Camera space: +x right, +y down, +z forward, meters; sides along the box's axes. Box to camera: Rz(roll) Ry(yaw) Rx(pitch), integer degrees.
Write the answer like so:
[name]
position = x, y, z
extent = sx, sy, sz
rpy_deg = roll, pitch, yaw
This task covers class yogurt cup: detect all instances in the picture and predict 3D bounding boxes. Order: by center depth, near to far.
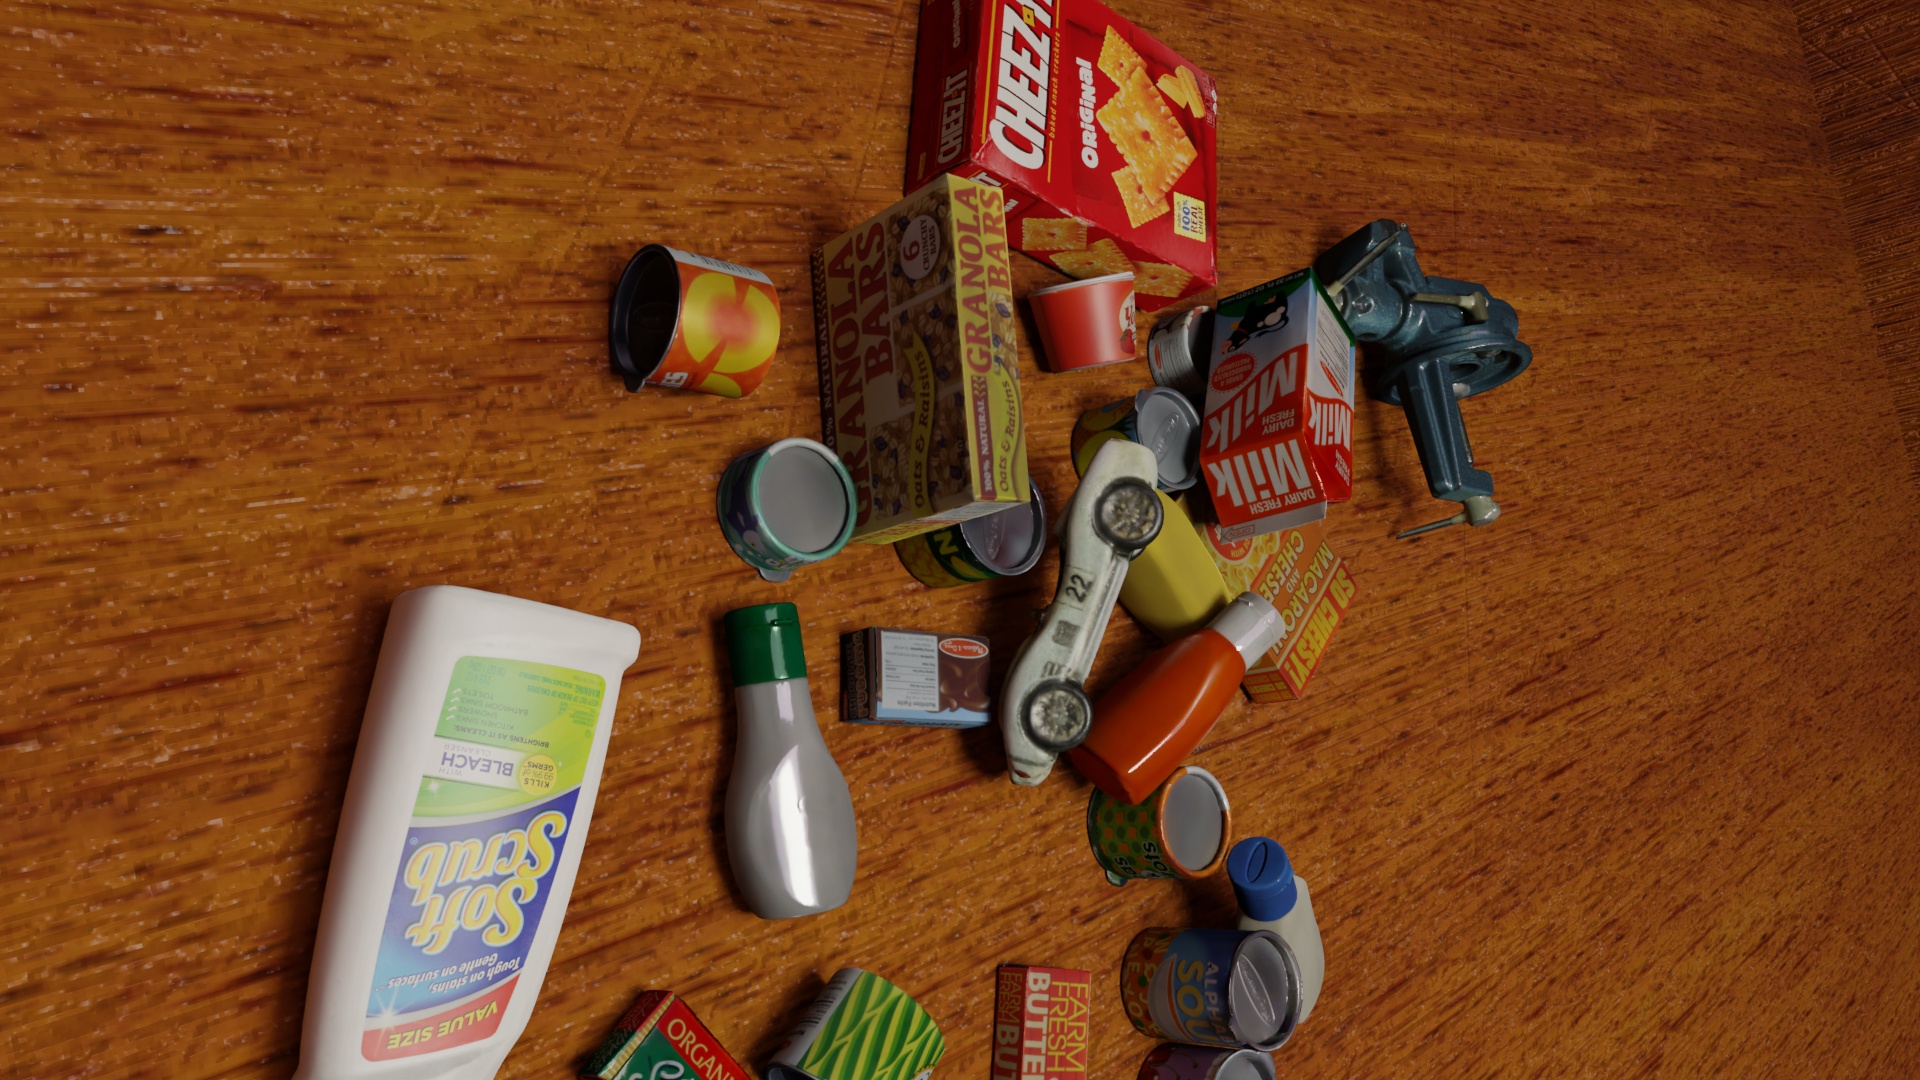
[yogurt cup]
position = 0.079, -0.135, 0.869
extent = 0.072, 0.072, 0.054
rpy_deg = -17, 99, -43

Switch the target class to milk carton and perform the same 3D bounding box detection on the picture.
[milk carton]
position = 0.205, -0.079, 0.895
extent = 0.073, 0.072, 0.191
rpy_deg = 45, 42, -35

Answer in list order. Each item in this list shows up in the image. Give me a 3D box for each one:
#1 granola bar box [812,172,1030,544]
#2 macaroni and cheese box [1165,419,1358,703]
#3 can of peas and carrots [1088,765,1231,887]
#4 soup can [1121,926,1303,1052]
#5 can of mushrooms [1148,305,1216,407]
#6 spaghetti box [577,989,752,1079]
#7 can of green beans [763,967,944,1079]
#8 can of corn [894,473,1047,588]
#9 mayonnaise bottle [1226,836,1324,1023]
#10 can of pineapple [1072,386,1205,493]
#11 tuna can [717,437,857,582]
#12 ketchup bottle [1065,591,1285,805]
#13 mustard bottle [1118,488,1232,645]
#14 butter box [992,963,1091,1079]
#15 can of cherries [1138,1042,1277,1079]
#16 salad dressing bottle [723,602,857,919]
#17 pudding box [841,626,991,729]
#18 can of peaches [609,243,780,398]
[granola bar box]
position = -0.024, -0.088, 0.722
extent = 0.039, 0.124, 0.165
rpy_deg = 3, 78, -39
[macaroni and cheese box]
position = 0.199, 0.010, 0.956
extent = 0.166, 0.040, 0.124
rpy_deg = 55, 50, -17
[can of peas and carrots]
position = 0.119, 0.171, 0.831
extent = 0.071, 0.058, 0.071
rpy_deg = 12, 72, -39
[soup can]
position = 0.145, 0.263, 0.814
extent = 0.071, 0.083, 0.071
rpy_deg = 12, 72, -39
[can of mushrooms]
position = 0.166, -0.128, 0.964
extent = 0.071, 0.033, 0.071
rpy_deg = 12, 71, -39
[spaghetti box]
position = -0.079, 0.309, 0.639
extent = 0.249, 0.028, 0.050
rpy_deg = 55, 50, -17
[can of green beans]
position = -0.049, 0.246, 0.656
extent = 0.071, 0.071, 0.058
rpy_deg = 55, 50, -17
[can of corn]
position = 0.003, -0.010, 0.771
extent = 0.071, 0.058, 0.071
rpy_deg = 11, 72, -40
[mayonnaise bottle]
position = 0.194, 0.237, 0.857
extent = 0.065, 0.041, 0.147
rpy_deg = -61, 144, -35
[can of pineapple]
position = 0.113, -0.061, 0.883
extent = 0.071, 0.057, 0.071
rpy_deg = 12, 72, -40
[tuna can]
position = -0.087, -0.016, 0.709
extent = 0.071, 0.032, 0.071
rpy_deg = 12, 71, -39
[ketchup bottle]
position = 0.132, 0.089, 0.828
extent = 0.149, 0.065, 0.043
rpy_deg = -40, 125, -18
[mustard bottle]
position = 0.136, 0.032, 0.881
extent = 0.160, 0.065, 0.049
rpy_deg = 51, 57, -28
[butter box]
position = 0.044, 0.286, 0.758
extent = 0.053, 0.024, 0.104
rpy_deg = 18, 68, -38
[can of cherries]
position = 0.147, 0.330, 0.817
extent = 0.071, 0.058, 0.071
rpy_deg = 12, 71, -39
[salad dressing bottle]
position = -0.087, 0.105, 0.674
extent = 0.064, 0.044, 0.147
rpy_deg = -2, 80, -40
[pudding box]
position = -0.023, 0.075, 0.747
extent = 0.084, 0.030, 0.050
rpy_deg = 9, 73, -40
[can of peaches]
position = -0.129, -0.102, 0.673
extent = 0.058, 0.071, 0.071
rpy_deg = 6, 76, -42
